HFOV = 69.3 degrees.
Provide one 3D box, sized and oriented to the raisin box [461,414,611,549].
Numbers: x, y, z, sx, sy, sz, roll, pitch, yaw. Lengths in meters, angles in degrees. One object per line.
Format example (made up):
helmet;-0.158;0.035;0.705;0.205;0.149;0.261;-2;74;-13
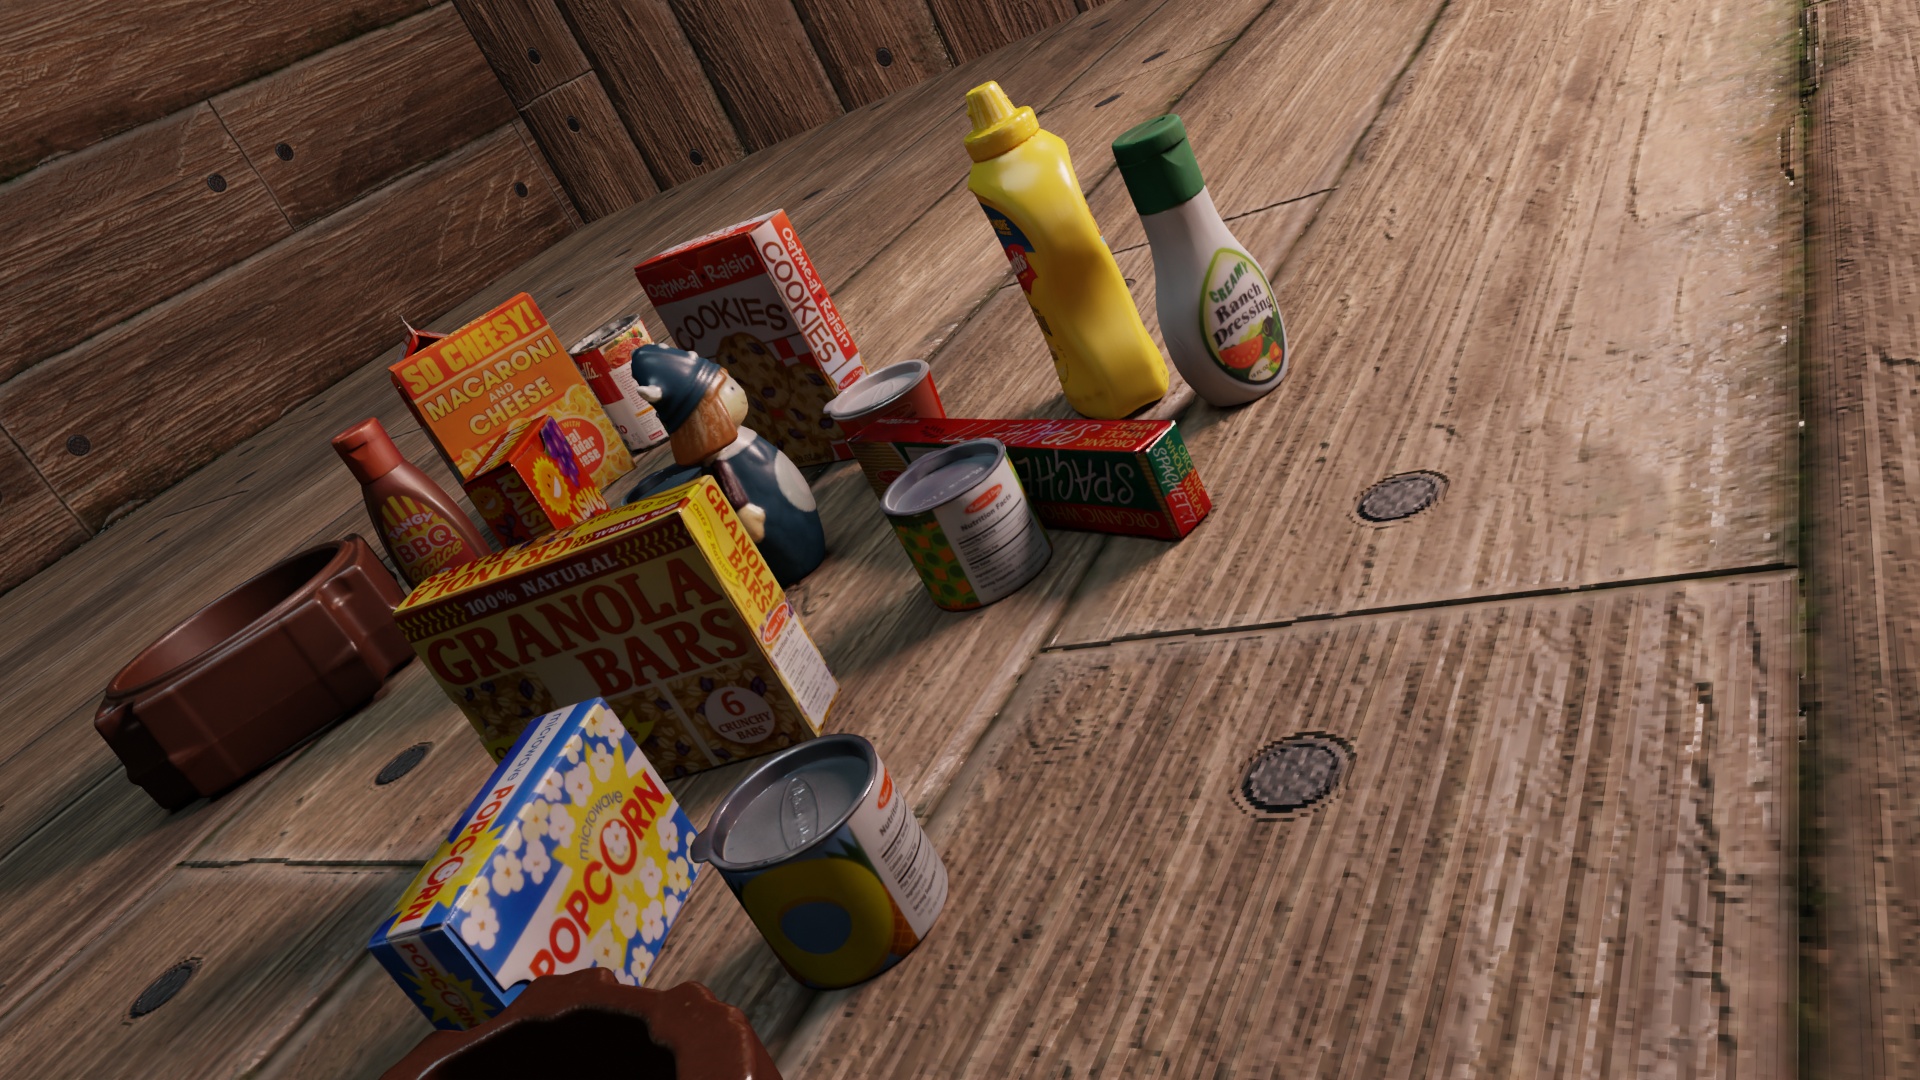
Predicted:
raisin box;-0.250;-0.007;0.866;0.040;0.123;0.086;-23;23;11

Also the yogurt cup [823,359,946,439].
yogurt cup;-0.040;-0.074;0.864;0.072;0.053;0.073;-23;23;11

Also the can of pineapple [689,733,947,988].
can of pineapple;-0.047;0.110;0.477;0.071;0.057;0.071;-23;23;11

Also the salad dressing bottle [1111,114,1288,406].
salad dressing bottle;0.121;-0.141;0.709;0.064;0.147;0.044;-37;24;-22

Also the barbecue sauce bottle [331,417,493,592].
barbecue sauce bottle;-0.412;-0.021;1.043;0.065;0.148;0.044;-29;22;-2

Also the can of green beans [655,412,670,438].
can of green beans;-0.187;-0.086;1.050;0.071;0.057;0.071;-23;23;11

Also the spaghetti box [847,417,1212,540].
spaghetti box;0.026;-0.036;0.716;0.029;0.050;0.250;-40;25;-27

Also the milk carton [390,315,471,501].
milk carton;-0.415;-0.105;1.170;0.073;0.190;0.072;-34;23;-15

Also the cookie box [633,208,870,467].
cookie box;-0.131;-0.128;0.935;0.123;0.167;0.040;-6;31;42

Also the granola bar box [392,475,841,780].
granola bar box;-0.157;0.053;0.635;0.165;0.124;0.039;-18;24;22

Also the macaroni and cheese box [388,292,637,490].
macaroni and cheese box;-0.362;-0.099;1.129;0.124;0.166;0.040;-35;23;-17

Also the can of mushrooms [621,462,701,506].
can of mushrooms;-0.201;-0.029;0.974;0.071;0.033;0.071;-23;23;11

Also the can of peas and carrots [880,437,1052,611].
can of peas and carrots;0.002;-0.008;0.673;0.071;0.058;0.071;-23;23;11

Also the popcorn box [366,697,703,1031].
popcorn box;-0.148;0.129;0.512;0.038;0.085;0.127;-19;24;21
